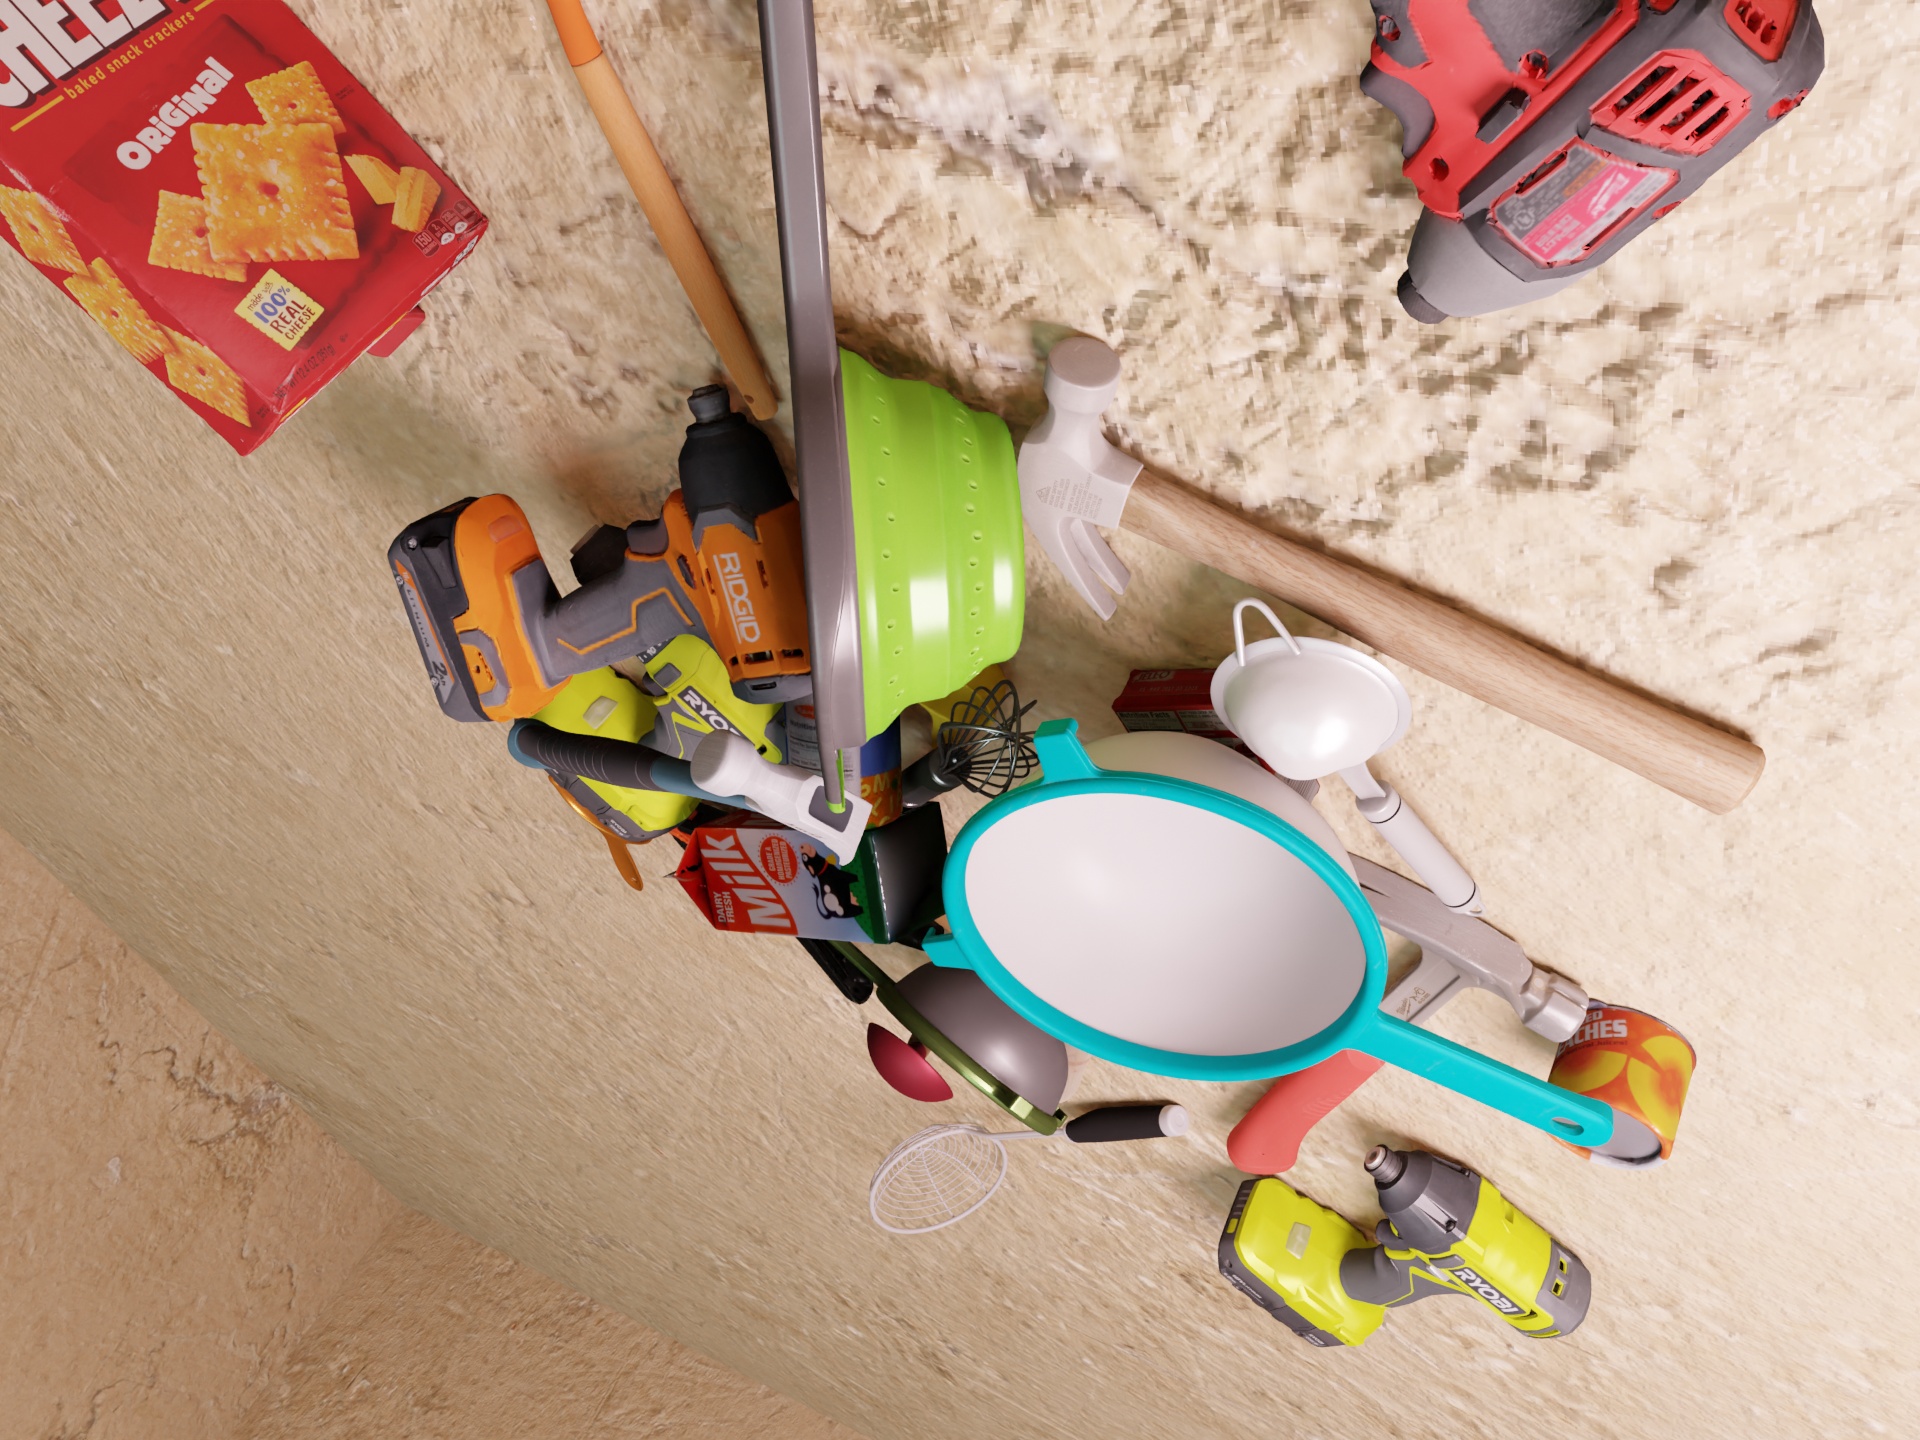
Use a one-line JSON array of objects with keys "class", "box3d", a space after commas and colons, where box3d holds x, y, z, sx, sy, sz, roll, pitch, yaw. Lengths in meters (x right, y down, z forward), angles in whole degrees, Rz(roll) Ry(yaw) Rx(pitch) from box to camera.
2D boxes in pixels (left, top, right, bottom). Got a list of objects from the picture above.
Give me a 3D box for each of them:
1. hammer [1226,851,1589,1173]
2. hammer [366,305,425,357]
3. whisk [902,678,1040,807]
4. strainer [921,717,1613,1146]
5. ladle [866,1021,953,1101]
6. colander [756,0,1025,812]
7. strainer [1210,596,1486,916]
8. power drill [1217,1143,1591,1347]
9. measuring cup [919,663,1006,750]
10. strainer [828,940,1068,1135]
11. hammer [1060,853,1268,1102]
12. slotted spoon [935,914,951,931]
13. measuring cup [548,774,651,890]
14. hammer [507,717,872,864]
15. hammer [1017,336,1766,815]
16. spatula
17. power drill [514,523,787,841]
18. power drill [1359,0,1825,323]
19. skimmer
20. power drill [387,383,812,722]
[{"class": "hammer", "box3d": [0.224, 0.201, 0.962, 0.149, 0.037, 0.358, 29, 148, 7]}, {"class": "hammer", "box3d": [-0.434, -0.331, 0.797, 0.038, 0.143, 0.386, -38, 122, 18]}, {"class": "whisk", "box3d": [-0.003, 0.024, 0.867, 0.057, 0.059, 0.246, 5, 169, -13]}, {"class": "strainer", "box3d": [0.162, 0.102, 0.775, 0.340, 0.095, 0.210, 24, 137, -1]}, {"class": "ladle", "box3d": [-0.030, 0.225, 1.103, 0.069, 0.031, 0.315, 42, 177, 5]}, {"class": "colander", "box3d": [-0.024, -0.145, 0.661, 0.094, 0.205, 0.396, -4, 125, -4]}, {"class": "strainer", "box3d": [0.189, 0.035, 0.730, 0.087, 0.050, 0.258, -12, 142, 37]}, {"class": "power drill", "box3d": [0.285, 0.356, 1.083, 0.171, 0.080, 0.223, 39, 144, -10]}, {"class": "measuring cup", "box3d": [-0.001, -0.003, 0.908, 0.062, 0.029, 0.156, 25, 159, 11]}, {"class": "strainer", "box3d": [-0.017, 0.171, 1.072, 0.256, 0.069, 0.151, 39, 176, 21]}, {"class": "hammer", "box3d": [0.096, 0.172, 1.021, 0.146, 0.038, 0.410, 49, 153, 9]}, {"class": "slotted spoon", "box3d": [0.007, 0.135, 1.024, 0.314, 0.031, 0.070, 27, 141, 31]}, {"class": "measuring cup", "box3d": [-0.244, 0.067, 1.183, 0.095, 0.052, 0.173, 23, 149, 16]}, {"class": "hammer", "box3d": [-0.168, 0.028, 0.886, 0.128, 0.033, 0.331, 29, 166, -38]}, {"class": "hammer", "box3d": [0.174, -0.045, 0.679, 0.331, 0.031, 0.130, 27, 147, 10]}, {"class": "spatula", "box3d": [-0.154, -0.256, 0.680, 0.081, 0.041, 0.322, 8, 141, 33]}, {"class": "power drill", "box3d": [-0.195, -0.018, 1.004, 0.190, 0.080, 0.228, 44, 144, -13]}, {"class": "power drill", "box3d": [0.119, -0.212, 0.467, 0.219, 0.079, 0.143, 35, 149, -8]}, {"class": "skimmer", "box3d": [0.055, 0.364, 1.281, 0.127, 0.090, 0.363, 14, 157, -32]}, {"class": "power drill", "box3d": [-0.185, -0.084, 0.849, 0.226, 0.084, 0.164, -6, 111, 20]}]
